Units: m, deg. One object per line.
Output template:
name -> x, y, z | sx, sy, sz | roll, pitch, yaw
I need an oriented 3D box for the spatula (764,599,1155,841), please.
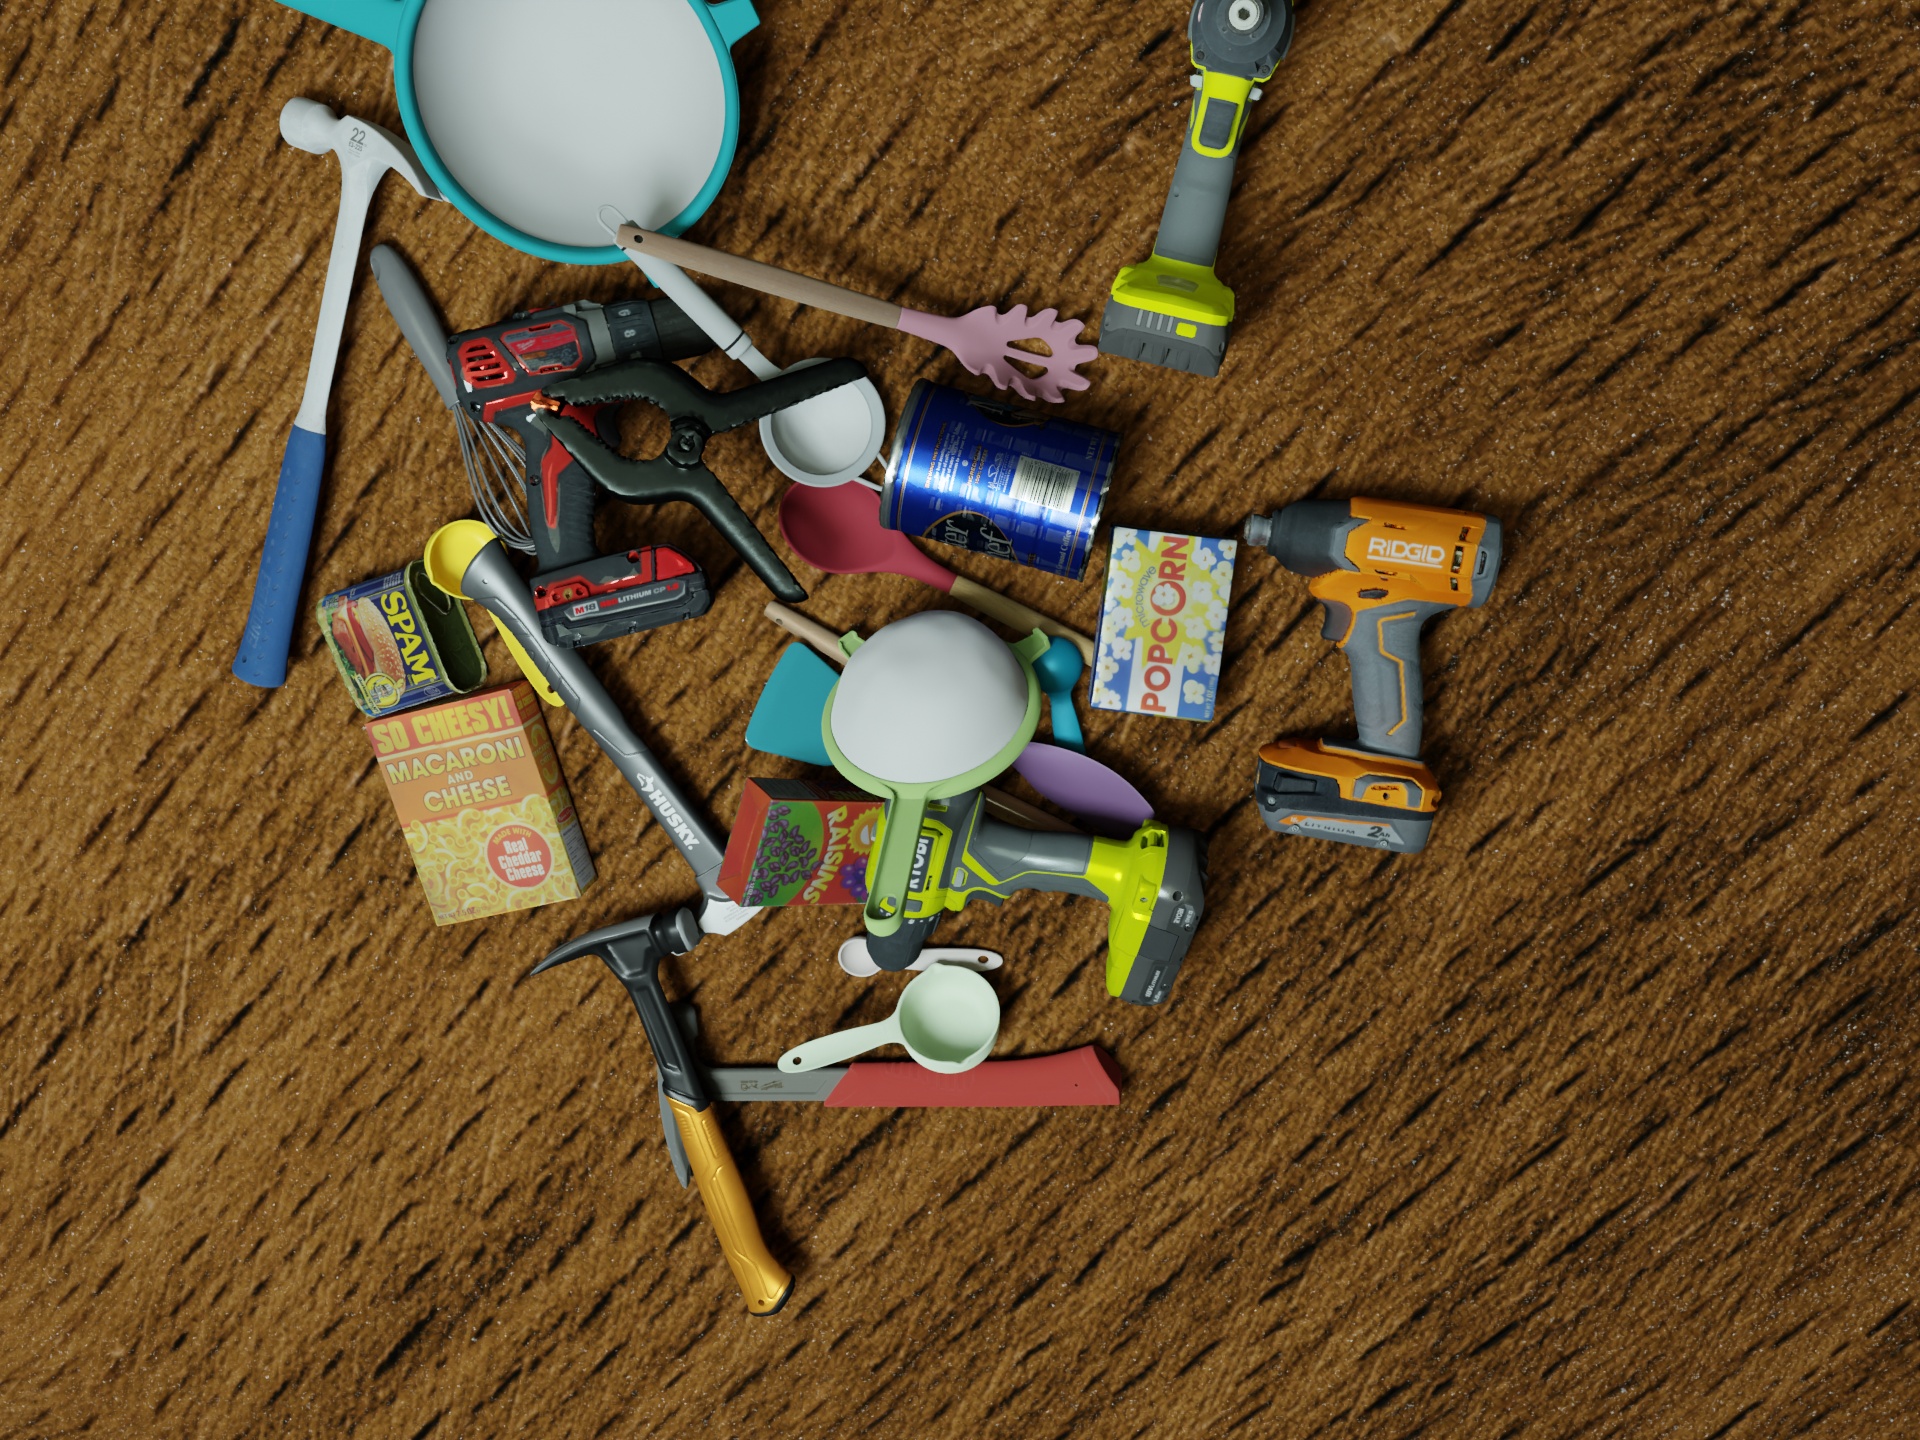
spatula -> -0.002, -0.004, 1.138 | 0.316, 0.018, 0.059 | 30, 136, 2

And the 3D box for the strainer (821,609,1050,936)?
strainer -> -0.033, 0.015, 1.019 | 0.151, 0.257, 0.069 | 0, 138, 13

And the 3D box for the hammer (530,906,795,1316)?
hammer -> -0.209, 0.309, 1.216 | 0.127, 0.034, 0.336 | -16, 103, 12

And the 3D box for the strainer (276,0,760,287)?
strainer -> -0.302, -0.429, 1.003 | 0.340, 0.095, 0.211 | 19, 123, -12

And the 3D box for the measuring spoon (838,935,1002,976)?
measuring spoon -> -0.030, 0.177, 1.203 | 0.124, 0.018, 0.034 | 2, 117, 1

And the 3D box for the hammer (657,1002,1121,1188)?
hammer -> -0.056, 0.288, 1.223 | 0.359, 0.037, 0.149 | -2, 105, 9

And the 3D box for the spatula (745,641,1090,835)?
spatula -> 0.003, 0.048, 1.144 | 0.317, 0.044, 0.082 | 26, 80, -1

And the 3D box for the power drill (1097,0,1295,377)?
power drill -> 0.146, -0.329, 0.957 | 0.080, 0.171, 0.223 | 14, 110, 4

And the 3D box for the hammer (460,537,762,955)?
hammer -> -0.244, 0.011, 1.158 | 0.146, 0.035, 0.334 | -31, 105, 15

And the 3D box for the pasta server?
pasta server -> -0.065, -0.270, 1.030 | 0.316, 0.040, 0.060 | 13, 96, -14

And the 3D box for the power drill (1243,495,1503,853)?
power drill -> 0.259, -0.037, 1.068 | 0.164, 0.084, 0.226 | 10, 102, 6

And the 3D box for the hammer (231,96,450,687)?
hammer -> -0.451, -0.214, 1.117 | 0.144, 0.035, 0.405 | 25, 107, 21

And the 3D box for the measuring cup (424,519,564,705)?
measuring cup -> -0.337, -0.076, 1.167 | 0.062, 0.029, 0.156 | -37, 115, -21

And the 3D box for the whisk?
whisk -> -0.351, -0.226, 1.119 | 0.055, 0.055, 0.239 | -26, 96, 14

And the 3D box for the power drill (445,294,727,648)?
power drill -> -0.229, -0.175, 1.079 | 0.188, 0.080, 0.226 | -16, 96, -10

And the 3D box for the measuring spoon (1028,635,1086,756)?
measuring spoon -> 0.073, 0.002, 1.122 | 0.042, 0.021, 0.128 | -7, 115, 14

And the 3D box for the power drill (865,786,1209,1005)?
power drill -> 0.044, 0.123, 1.120 | 0.228, 0.080, 0.190 | 14, 127, 0

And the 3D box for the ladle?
ladle -> 0.019, -0.085, 1.115 | 0.315, 0.031, 0.069 | 27, 103, -2

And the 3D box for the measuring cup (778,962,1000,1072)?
measuring cup -> -0.051, 0.236, 1.177 | 0.167, 0.038, 0.083 | -16, 59, -3

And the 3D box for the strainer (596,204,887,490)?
strainer -> -0.141, -0.245, 1.058 | 0.258, 0.050, 0.087 | 43, 84, -22
